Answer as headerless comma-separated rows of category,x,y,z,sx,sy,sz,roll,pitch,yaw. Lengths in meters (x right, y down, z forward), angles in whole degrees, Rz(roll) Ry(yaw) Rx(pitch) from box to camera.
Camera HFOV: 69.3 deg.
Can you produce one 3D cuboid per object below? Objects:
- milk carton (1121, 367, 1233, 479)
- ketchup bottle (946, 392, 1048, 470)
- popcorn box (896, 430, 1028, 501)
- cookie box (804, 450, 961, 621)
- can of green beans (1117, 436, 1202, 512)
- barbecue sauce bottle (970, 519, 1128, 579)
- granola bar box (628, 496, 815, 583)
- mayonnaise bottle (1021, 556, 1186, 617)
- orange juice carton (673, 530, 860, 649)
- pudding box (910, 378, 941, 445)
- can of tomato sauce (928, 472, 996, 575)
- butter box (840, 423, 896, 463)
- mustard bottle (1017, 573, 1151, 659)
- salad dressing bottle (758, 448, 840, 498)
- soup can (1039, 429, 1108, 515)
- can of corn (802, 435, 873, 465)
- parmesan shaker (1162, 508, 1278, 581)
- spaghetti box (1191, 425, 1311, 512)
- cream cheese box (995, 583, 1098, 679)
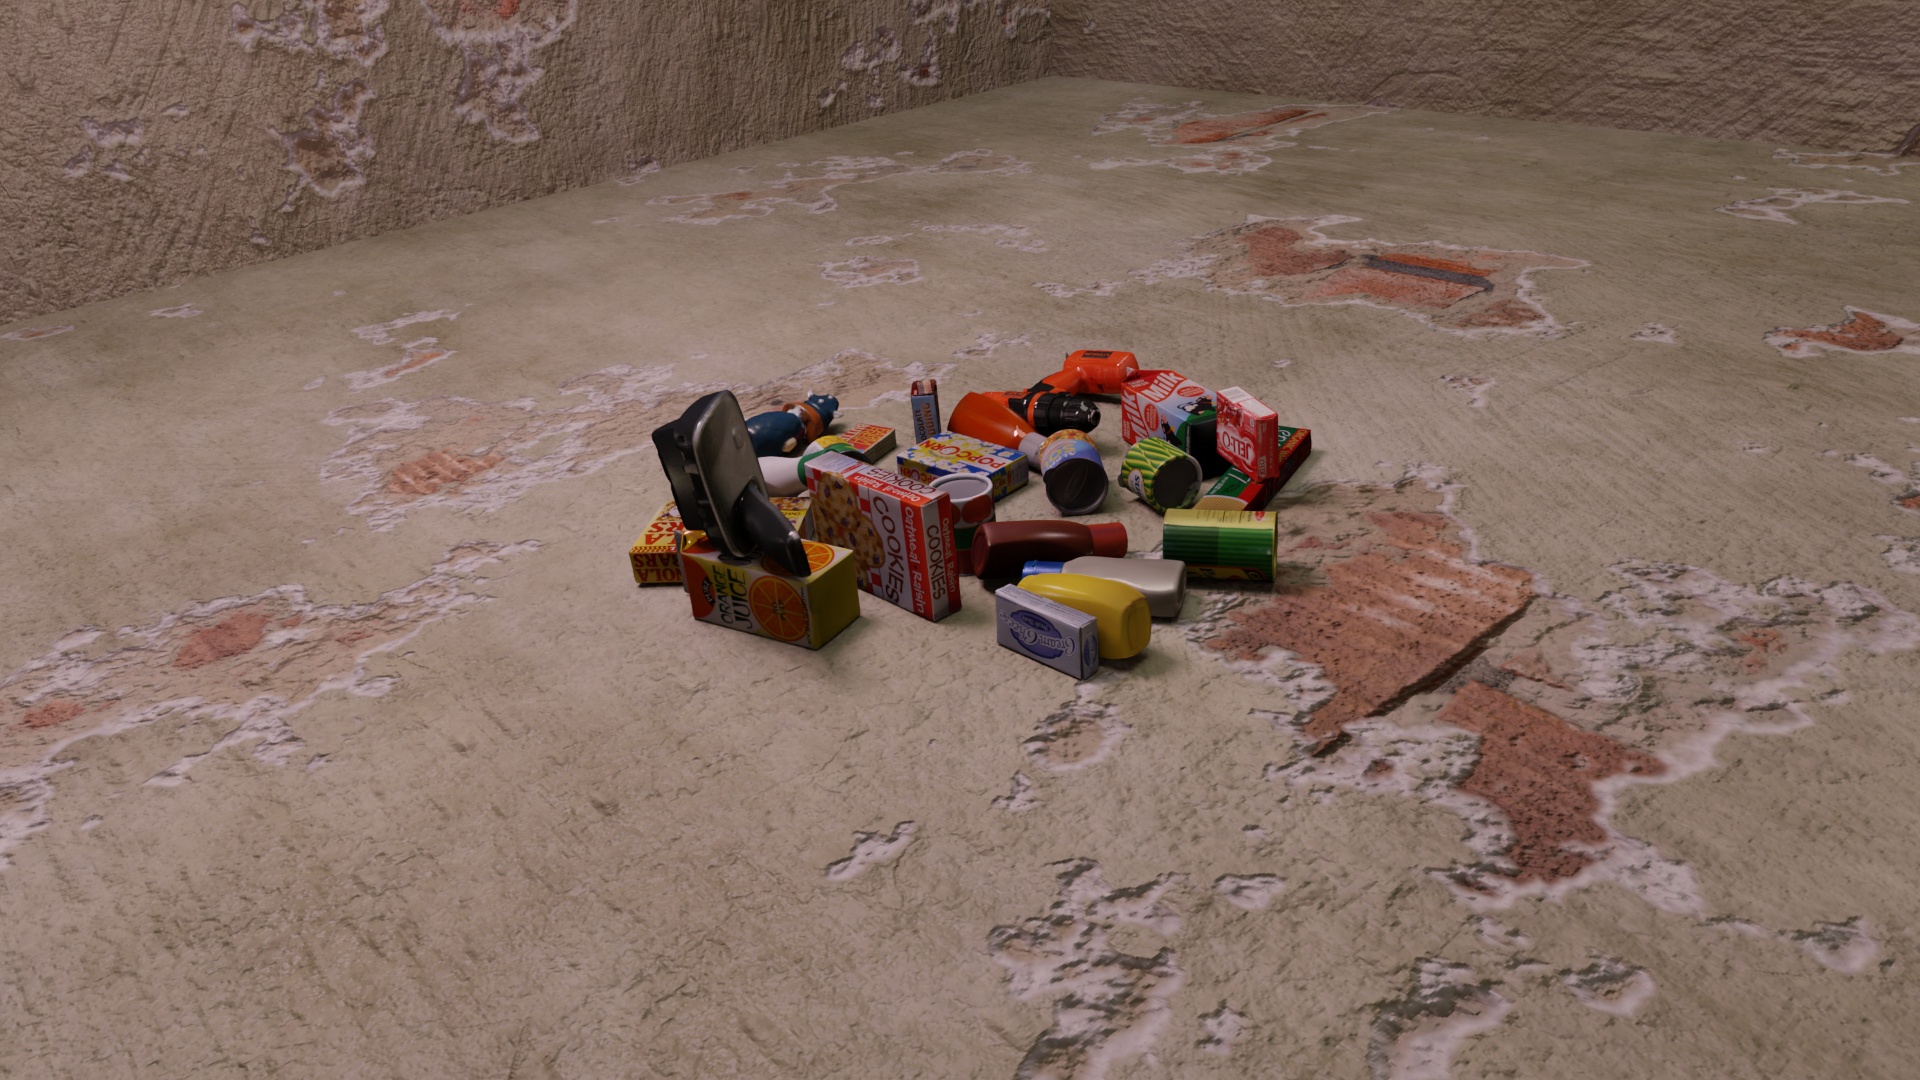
milk carton,0.241,-0.139,1.585,0.073,0.072,0.191,-16,29,-20
ketchup bottle,0.053,-0.120,1.602,0.149,0.064,0.043,29,-1,39
popcorn box,0.002,-0.080,1.551,0.127,0.038,0.085,19,36,39
cookie box,-0.074,-0.006,1.331,0.167,0.122,0.040,21,38,41
can of green beans,0.212,-0.069,1.462,0.071,0.071,0.058,-16,29,-20
barbecue sauce bottle,0.088,0.006,1.350,0.149,0.064,0.044,-4,54,-16
granola bar box,-0.243,-0.001,1.443,0.165,0.039,0.125,-1,26,7
mayonnaise bottle,0.133,0.041,1.293,0.148,0.041,0.065,3,28,18
orange juice carton,-0.196,0.038,1.324,0.193,0.071,0.073,12,31,29
pudding box,-0.039,-0.143,1.631,0.030,0.083,0.050,-4,27,3
can of tomato sauce,0.005,-0.017,1.381,0.071,0.082,0.071,-5,27,3
butter box,-0.123,-0.106,1.641,0.053,0.024,0.104,10,31,27
mustard bottle,0.096,0.059,1.241,0.049,0.065,0.160,-24,29,-39
salad dressing bottle,-0.187,-0.067,1.498,0.147,0.064,0.044,-12,43,41
soup can,0.118,-0.076,1.488,0.071,0.071,0.084,-6,26,-1
can of corn,-0.135,-0.077,1.543,0.071,0.070,0.058,-18,29,-22
parmesan shaker,0.247,0.004,1.317,0.103,0.071,0.072,2,28,16
spaghetti box,0.310,-0.063,1.473,0.050,0.028,0.251,11,32,29
cream cheese box,0.074,0.079,1.215,0.104,0.053,0.024,21,35,41
